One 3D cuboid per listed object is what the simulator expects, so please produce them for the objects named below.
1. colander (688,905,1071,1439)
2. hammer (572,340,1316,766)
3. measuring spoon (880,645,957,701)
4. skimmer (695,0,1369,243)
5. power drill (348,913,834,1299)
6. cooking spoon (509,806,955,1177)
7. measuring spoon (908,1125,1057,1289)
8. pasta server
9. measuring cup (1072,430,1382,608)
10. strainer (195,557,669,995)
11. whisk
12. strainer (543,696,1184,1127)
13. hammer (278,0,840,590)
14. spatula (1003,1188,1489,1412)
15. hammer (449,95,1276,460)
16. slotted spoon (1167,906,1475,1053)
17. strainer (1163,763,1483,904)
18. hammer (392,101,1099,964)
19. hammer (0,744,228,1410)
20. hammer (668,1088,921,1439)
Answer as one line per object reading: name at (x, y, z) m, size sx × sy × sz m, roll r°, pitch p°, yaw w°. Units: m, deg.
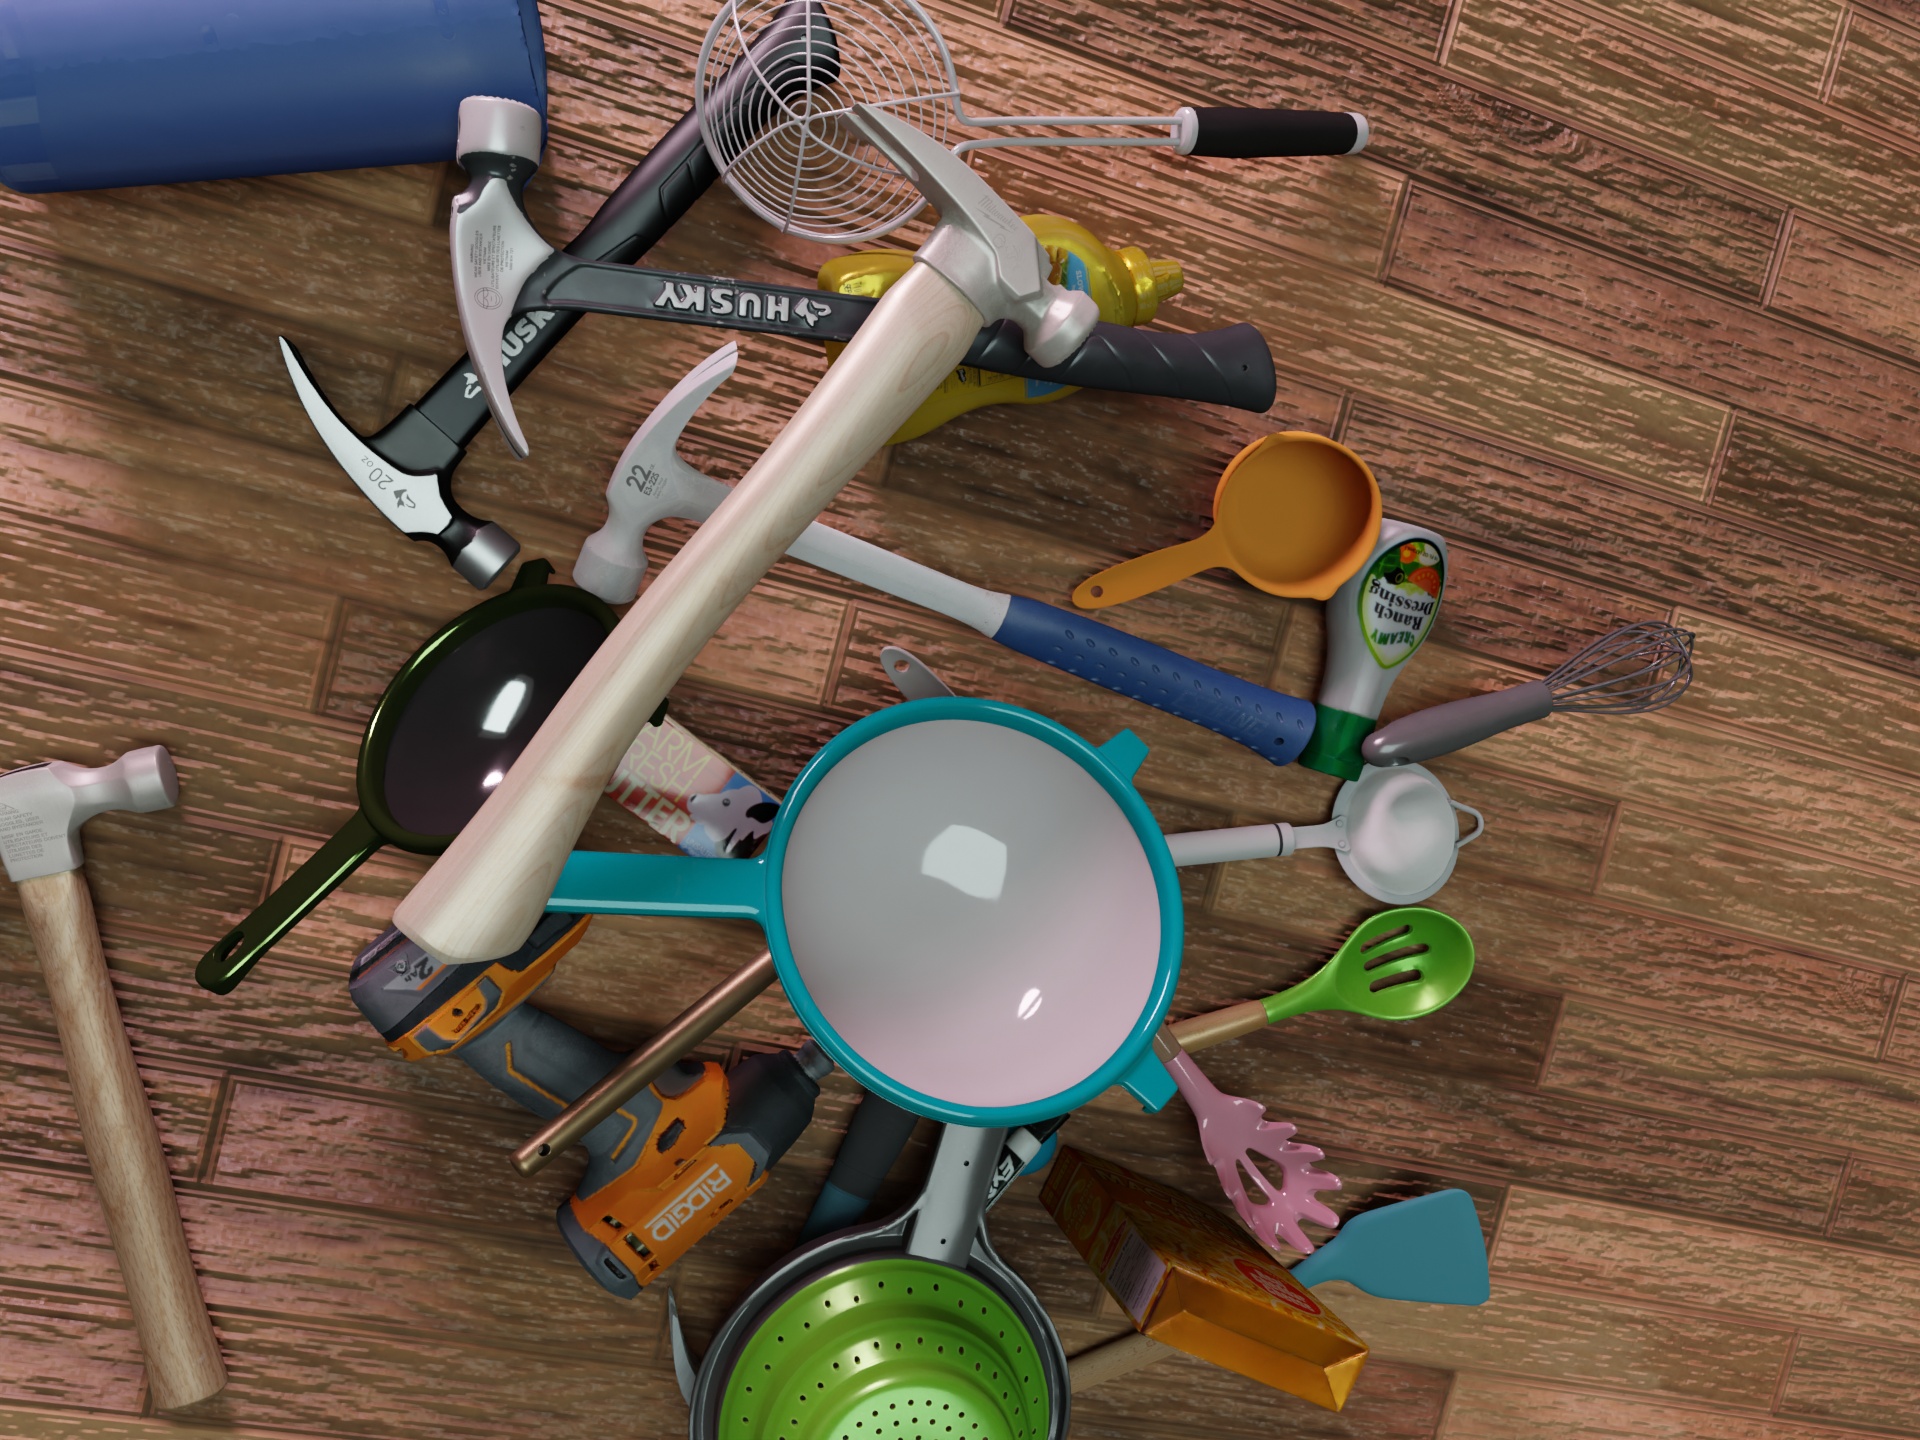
colander at (-0.009, 0.292, 0.813) m, size 0.204 × 0.094 × 0.397 m, roll 18°, pitch 86°, yaw -11°
hammer at (0.014, -0.063, 0.840) m, size 0.405 × 0.035 × 0.144 m, roll 20°, pitch 116°, yaw -19°
measuring spoon at (-0.001, -0.003, 0.855) m, size 0.034 × 0.018 × 0.124 m, roll -34°, pitch 122°, yaw 19°
skimmer at (0.049, -0.311, 0.815) m, size 0.363 × 0.090 × 0.127 m, roll -11°, pitch 127°, yaw -29°
power drill at (-0.179, 0.166, 0.816) m, size 0.164 × 0.084 × 0.226 m, roll -39°, pitch 108°, yaw -9°
cooking spoon at (-0.095, 0.122, 0.810) m, size 0.319 × 0.017 × 0.068 m, roll -38°, pitch 102°, yaw -29°
measuring spoon at (0.010, 0.275, 0.903) m, size 0.042 × 0.021 × 0.128 m, roll 41°, pitch 84°, yaw -15°
pasta server at (0.105, 0.166, 0.885) m, size 0.060 × 0.040 × 0.316 m, roll -39°, pitch 98°, yaw -17°
measuring cup at (0.144, -0.101, 0.882) m, size 0.173 × 0.052 × 0.095 m, roll -20°, pitch 104°, yaw 11°
strainer at (-0.249, 0.048, 0.768) m, size 0.256 × 0.152 × 0.069 m, roll -44°, pitch 139°, yaw -5°
whisk at (0.333, -0.012, 0.924) m, size 0.239 × 0.055 × 0.055 m, roll -16°, pitch 101°, yaw -19°
strainer at (-0.063, 0.096, 0.776) m, size 0.340 × 0.095 × 0.211 m, roll 5°, pitch 67°, yaw -16°
hammer at (-0.182, -0.235, 0.787) m, size 0.146 × 0.035 × 0.335 m, roll 42°, pitch 86°, yaw -16°
spatula at (0.159, 0.357, 0.941) m, size 0.317 × 0.044 × 0.082 m, roll -18°, pitch 107°, yaw -10°
hammer at (-0.028, -0.182, 0.751) m, size 0.408 × 0.036 × 0.149 m, roll 2°, pitch 94°, yaw -22°
slotted spoon at (0.152, 0.176, 0.926) m, size 0.313 × 0.031 × 0.070 m, roll -16°, pitch 100°, yaw -10°
strainer at (0.194, 0.069, 0.917) m, size 0.258 × 0.050 × 0.087 m, roll -5°, pitch 82°, yaw -10°
hammer at (-0.110, -0.075, 0.692) m, size 0.146 × 0.038 × 0.411 m, roll 40°, pitch 81°, yaw -20°
hammer at (-0.421, 0.184, 0.781) m, size 0.130 × 0.031 × 0.331 m, roll -12°, pitch 100°, yaw -13°
hammer at (-0.054, 0.247, 0.880) m, size 0.128 × 0.033 × 0.331 m, roll 28°, pitch 89°, yaw -17°
